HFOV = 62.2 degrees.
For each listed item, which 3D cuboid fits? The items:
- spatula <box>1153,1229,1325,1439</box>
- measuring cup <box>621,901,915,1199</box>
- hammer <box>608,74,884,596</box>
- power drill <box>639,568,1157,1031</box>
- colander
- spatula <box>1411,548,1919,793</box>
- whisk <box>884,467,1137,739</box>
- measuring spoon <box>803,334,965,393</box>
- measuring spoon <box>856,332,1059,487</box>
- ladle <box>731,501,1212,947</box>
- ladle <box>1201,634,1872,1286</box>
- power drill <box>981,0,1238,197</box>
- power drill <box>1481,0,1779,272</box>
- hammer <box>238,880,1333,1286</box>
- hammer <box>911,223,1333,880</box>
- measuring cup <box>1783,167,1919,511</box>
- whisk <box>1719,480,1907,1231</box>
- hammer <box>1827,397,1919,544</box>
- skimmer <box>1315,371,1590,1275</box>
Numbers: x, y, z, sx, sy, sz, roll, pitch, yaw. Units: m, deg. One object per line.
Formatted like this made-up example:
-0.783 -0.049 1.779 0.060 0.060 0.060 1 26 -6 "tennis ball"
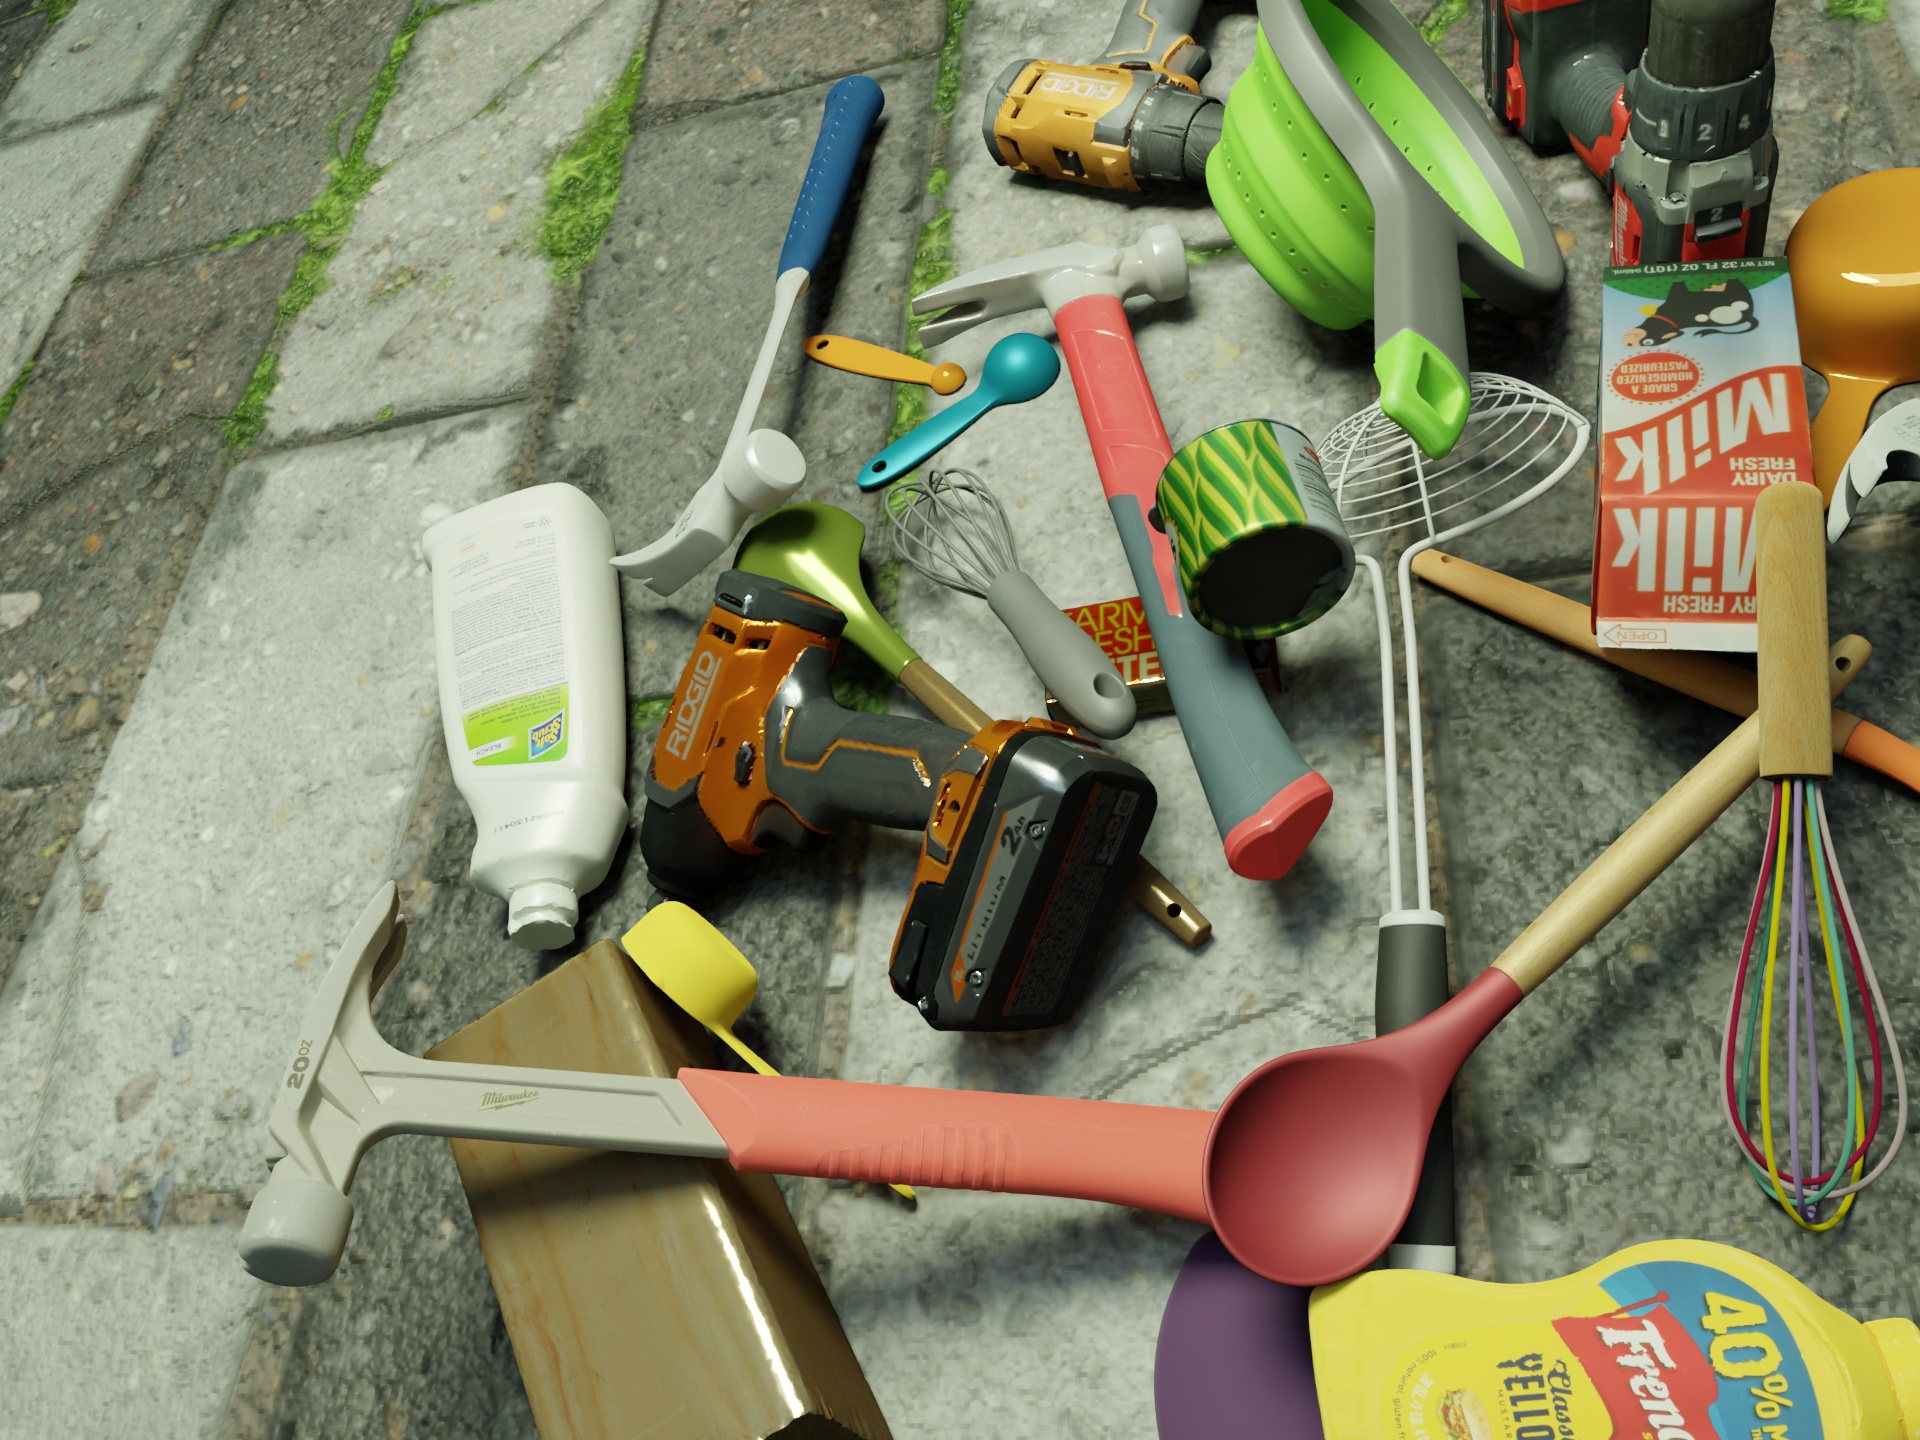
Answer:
0.084 0.312 0.480 0.060 0.018 0.316 -6 54 19 "spatula"
-0.070 0.128 0.634 0.156 0.062 0.029 39 83 12 "measuring cup"
-0.101 -0.235 0.893 0.144 0.035 0.406 -33 34 41 "hammer"
-0.046 0.045 0.667 0.227 0.084 0.164 26 97 36 "power drill"
0.167 -0.203 0.689 0.094 0.204 0.397 -37 22 36 "colander"
0.310 -0.011 0.592 0.081 0.041 0.323 -38 48 -26 "spatula"
0.020 -0.057 0.710 0.055 0.055 0.239 -33 37 -1 "whisk"
-0.046 -0.203 0.891 0.117 0.011 0.021 22 68 33 "measuring spoon"
-0.005 -0.166 0.841 0.128 0.021 0.042 -36 54 -5 "measuring spoon"
-0.001 -0.002 0.724 0.078 0.062 0.320 -46 59 -2 "ladle"
0.203 0.071 0.540 0.315 0.031 0.069 -40 82 -11 "ladle"
0.141 -0.390 0.901 0.185 0.084 0.226 24 74 33 "power drill"
0.298 -0.295 0.703 0.080 0.187 0.227 -11 50 10 "power drill"
-0.050 0.135 0.559 0.359 0.036 0.149 5 43 -2 "hammer"
0.071 -0.090 0.712 0.143 0.038 0.387 -14 50 4 "hammer"
0.375 -0.159 0.659 0.095 0.052 0.174 19 64 31 "measuring cup"
0.278 0.041 0.525 0.047 0.051 0.245 4 80 -2 "whisk"
0.461 0.013 0.489 0.149 0.036 0.409 -17 48 -34 "hammer"
0.185 0.024 0.614 0.127 0.090 0.363 -12 65 38 "skimmer"
